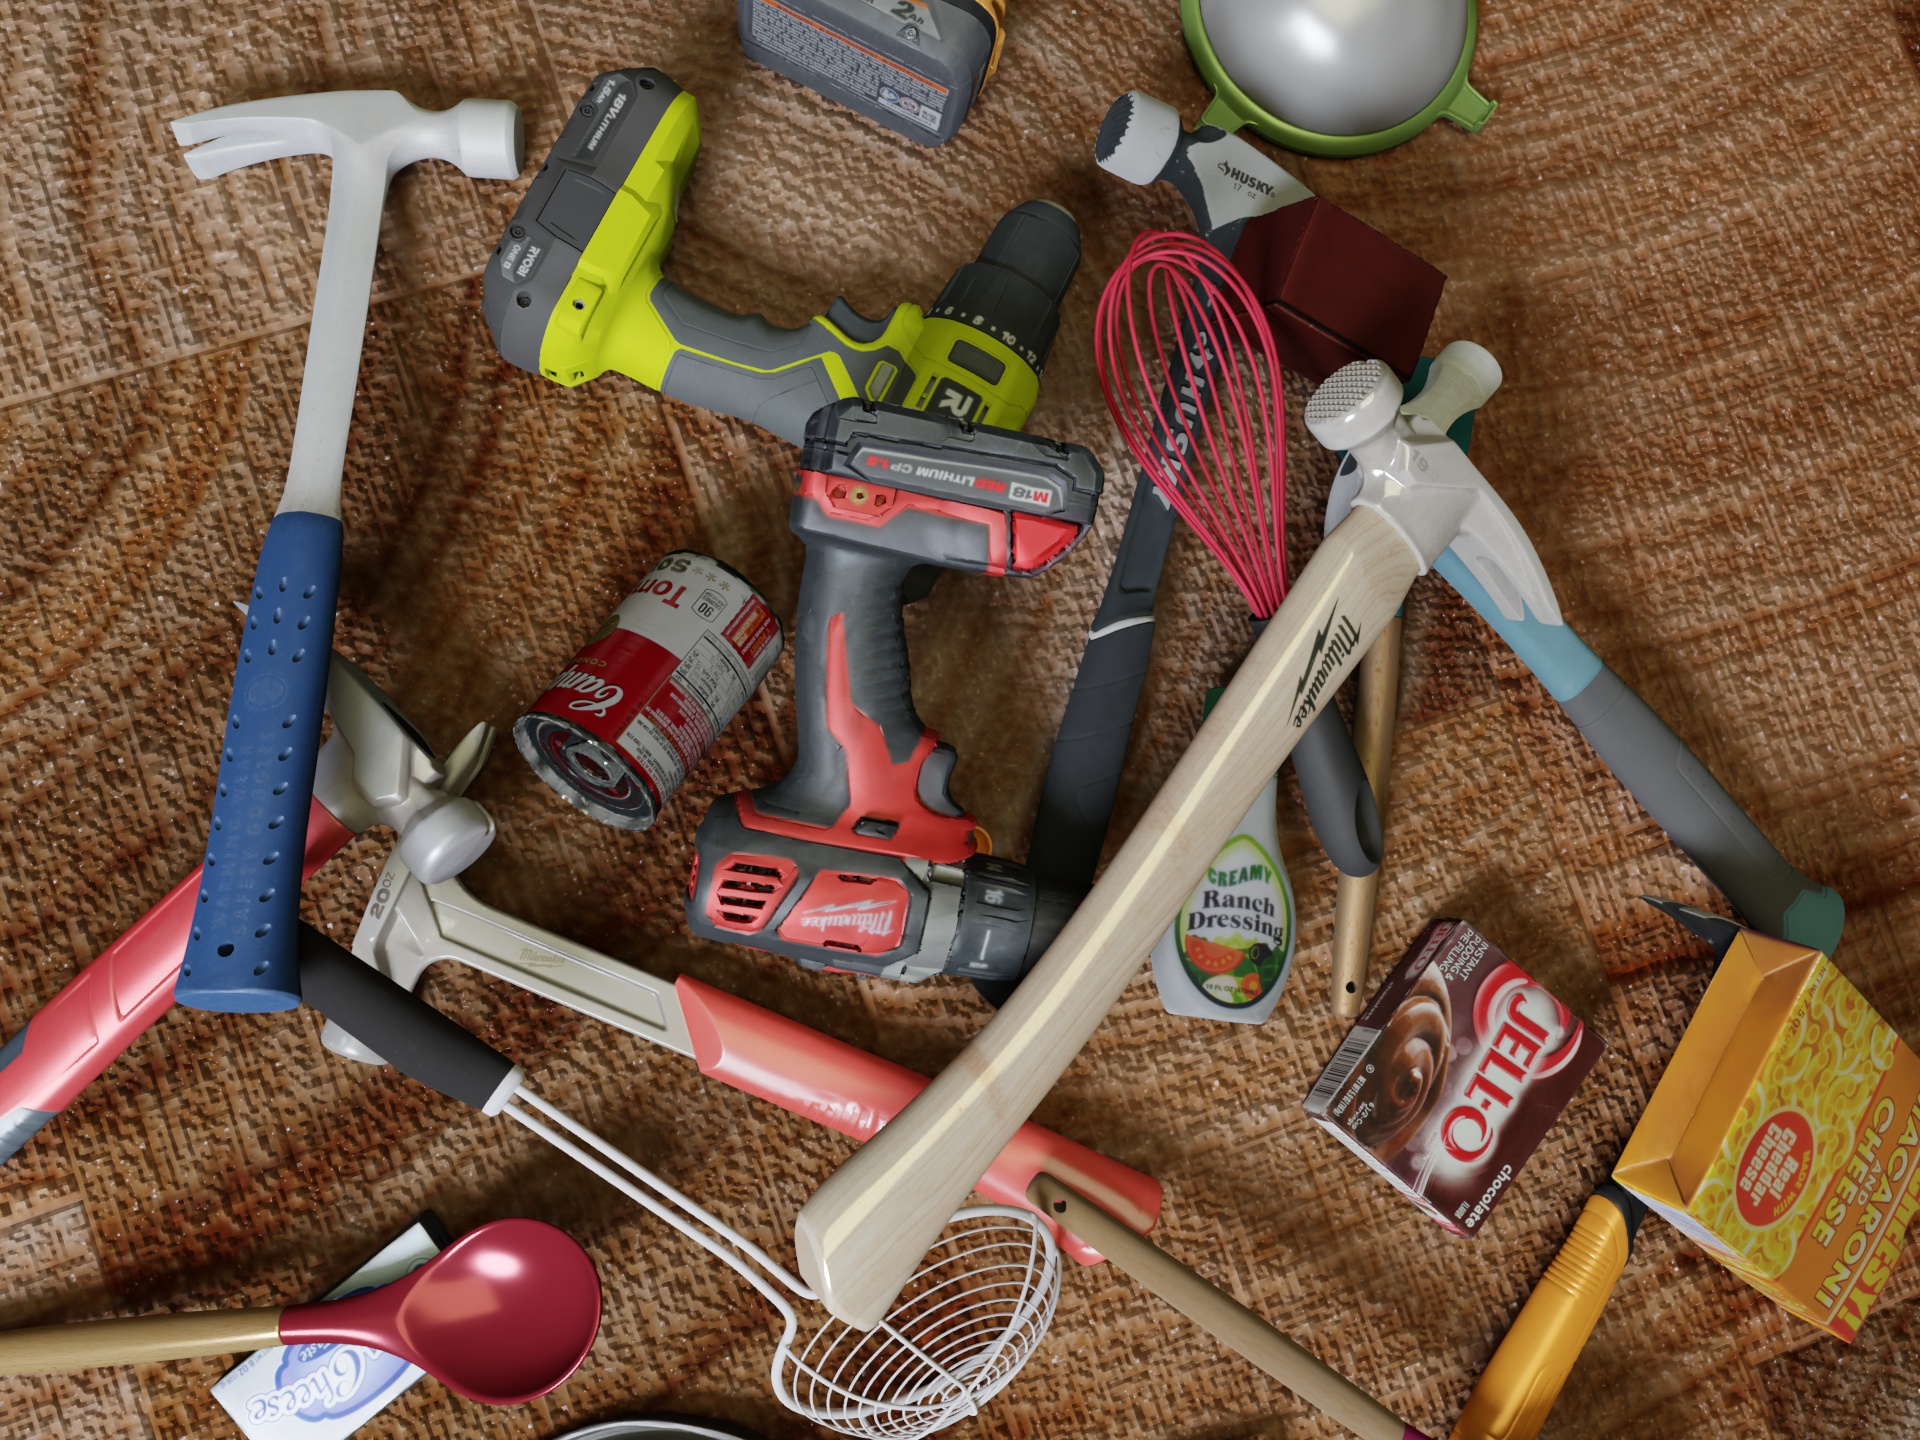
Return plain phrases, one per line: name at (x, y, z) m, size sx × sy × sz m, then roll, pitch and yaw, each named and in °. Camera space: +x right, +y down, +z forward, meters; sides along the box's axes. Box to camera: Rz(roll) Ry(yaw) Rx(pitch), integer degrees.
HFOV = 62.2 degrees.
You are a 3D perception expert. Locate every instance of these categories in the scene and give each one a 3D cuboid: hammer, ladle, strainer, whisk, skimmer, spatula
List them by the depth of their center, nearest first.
hammer at (0.084, 0.060, 0.620) m, size 0.146 × 0.038 × 0.411 m, roll 42°, pitch 80°, yaw -25°
ladle at (-0.293, 0.244, 0.630) m, size 0.315 × 0.031 × 0.069 m, roll -6°, pitch 70°, yaw 3°
hammer at (-0.264, -0.088, 0.634) m, size 0.144 × 0.035 × 0.406 m, roll 1°, pitch 67°, yaw -5°
hammer at (-0.374, 0.126, 0.636) m, size 0.386 × 0.038 × 0.143 m, roll -44°, pitch 80°, yaw -5°
skimmer at (-0.123, 0.170, 0.639) m, size 0.363 × 0.090 × 0.127 m, roll 35°, pitch 106°, yaw -4°
whisk at (0.126, -0.064, 0.675) m, size 0.073 × 0.073 × 0.295 m, roll -25°, pitch 105°, yaw -9°
hammer at (-0.078, 0.136, 0.686) m, size 0.359 × 0.036 × 0.149 m, roll 23°, pitch 82°, yaw -4°
hammer at (0.273, 0.242, 0.703) m, size 0.127 × 0.034 × 0.337 m, roll 34°, pitch 84°, yaw -30°
hammer at (0.081, -0.060, 0.712) m, size 0.149 × 0.036 × 0.409 m, roll 16°, pitch 87°, yaw -23°
hammer at (0.292, -0.010, 0.726) m, size 0.331 × 0.033 × 0.128 m, roll 45°, pitch 81°, yaw -9°
spatula at (0.194, -0.022, 0.744) m, size 0.082 × 0.044 × 0.317 m, roll 7°, pitch 88°, yaw -5°
strainer at (0.180, -0.404, 0.757) m, size 0.151 × 0.069 × 0.256 m, roll -5°, pitch 86°, yaw -8°

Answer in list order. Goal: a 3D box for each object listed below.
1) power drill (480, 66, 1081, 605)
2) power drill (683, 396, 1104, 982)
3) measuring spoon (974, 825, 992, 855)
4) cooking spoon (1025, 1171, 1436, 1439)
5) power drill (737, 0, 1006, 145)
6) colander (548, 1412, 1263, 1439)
power drill at (-0.071, -0.183, 0.700) m, size 0.228 × 0.080 × 0.190 m, roll 28°, pitch 83°, yaw -6°
power drill at (-0.001, -0.002, 0.641) m, size 0.188 × 0.080 × 0.226 m, roll 11°, pitch 97°, yaw -7°
measuring spoon at (-0.044, 0.064, 0.712) m, size 0.117 × 0.011 × 0.021 m, roll -9°, pitch 86°, yaw -4°
cooking spoon at (0.160, 0.284, 0.665) m, size 0.319 × 0.017 × 0.069 m, roll 35°, pitch 93°, yaw 0°
power drill at (-0.027, -0.402, 0.728) m, size 0.185 × 0.084 × 0.226 m, roll 26°, pitch 77°, yaw -3°
colander at (-0.047, 0.372, 0.634) m, size 0.397 × 0.094 × 0.204 m, roll -14°, pitch 86°, yaw -8°
